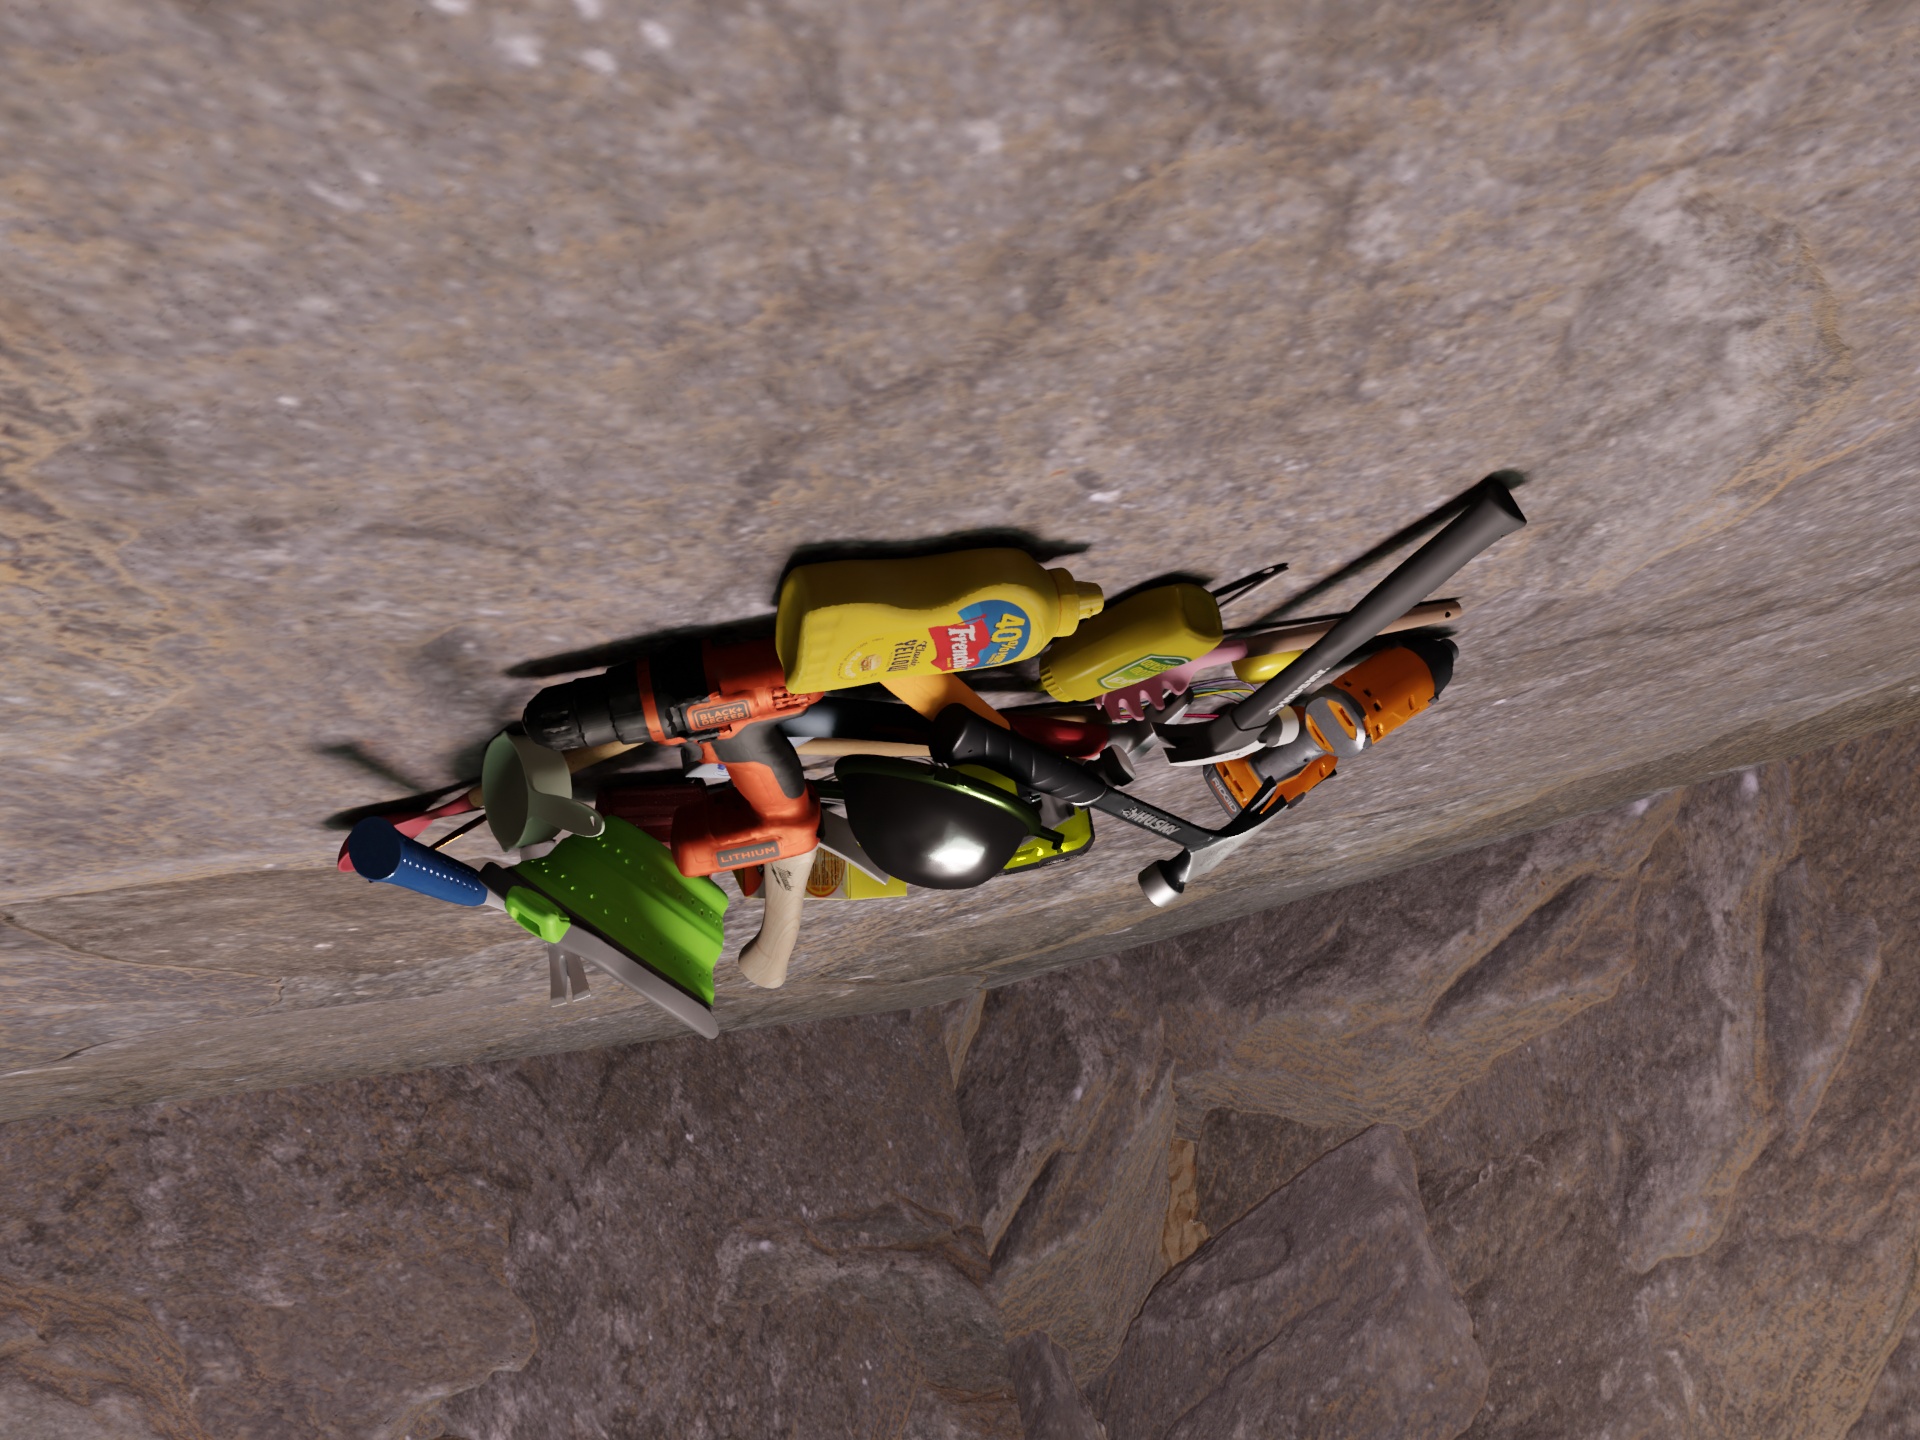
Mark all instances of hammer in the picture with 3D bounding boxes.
[{"bbox_3d":[-0.359,0.134,1.202,0.035,0.144,0.405,-17,167,-1],"label":"hammer"},{"bbox_3d":[0.109,0.055,1.188,0.149,0.036,0.408,-38,146,20],"label":"hammer"},{"bbox_3d":[-0.002,-0.004,1.160,0.386,0.038,0.143,5,141,-38],"label":"hammer"},{"bbox_3d":[-0.148,0.168,1.405,0.146,0.038,0.410,24,152,2],"label":"hammer"},{"bbox_3d":[0.264,-0.058,1.105,0.146,0.035,0.334,-11,157,-34],"label":"hammer"},{"bbox_3d":[0.010,0.009,1.118,0.127,0.034,0.336,-31,148,13],"label":"hammer"}]

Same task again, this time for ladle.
[{"bbox_3d":[-0.333,0.050,1.153,0.315,0.031,0.069,-20,178,23],"label":"ladle"},{"bbox_3d":[-0.009,0.031,1.294,0.320,0.062,0.078,1,150,-34],"label":"ladle"}]

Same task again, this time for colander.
[{"bbox_3d":[-0.229,0.116,1.063,0.094,0.204,0.397,-55,176,-13],"label":"colander"}]

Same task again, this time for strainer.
[{"bbox_3d":[-0.065,0.077,1.138,0.256,0.069,0.151,3,160,37],"label":"strainer"}]

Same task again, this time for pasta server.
[{"bbox_3d":[0.242,-0.056,1.199,0.316,0.060,0.040,-11,-152,-15],"label":"pasta server"}]

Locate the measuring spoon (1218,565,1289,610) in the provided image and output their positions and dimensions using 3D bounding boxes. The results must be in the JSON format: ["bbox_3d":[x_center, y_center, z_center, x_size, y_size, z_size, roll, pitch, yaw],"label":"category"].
[{"bbox_3d":[0.172,-0.081,1.099,0.124,0.018,0.034,-30,178,34],"label":"measuring spoon"}]

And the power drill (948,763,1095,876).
[{"bbox_3d":[0.051,0.083,1.507,0.171,0.080,0.223,-14,163,10],"label":"power drill"}]

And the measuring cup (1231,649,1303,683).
[{"bbox_3d":[0.261,-0.039,1.291,0.062,0.029,0.156,-17,163,21],"label":"measuring cup"}]

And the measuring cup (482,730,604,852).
[{"bbox_3d":[-0.262,0.053,1.041,0.038,0.083,0.168,-5,-169,-41],"label":"measuring cup"}]

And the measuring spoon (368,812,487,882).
[{"bbox_3d":[-0.407,0.093,1.232,0.117,0.011,0.021,-30,-167,-9],"label":"measuring spoon"}]

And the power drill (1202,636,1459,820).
[{"bbox_3d":[0.327,0.002,1.381,0.164,0.084,0.226,-29,172,-30],"label":"power drill"}]

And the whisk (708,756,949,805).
[{"bbox_3d":[-0.127,0.061,1.334,0.239,0.055,0.055,-8,166,0],"label":"whisk"}]

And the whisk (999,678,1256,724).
[{"bbox_3d":[0.142,0.000,1.324,0.245,0.051,0.047,-4,170,-18],"label":"whisk"}]
